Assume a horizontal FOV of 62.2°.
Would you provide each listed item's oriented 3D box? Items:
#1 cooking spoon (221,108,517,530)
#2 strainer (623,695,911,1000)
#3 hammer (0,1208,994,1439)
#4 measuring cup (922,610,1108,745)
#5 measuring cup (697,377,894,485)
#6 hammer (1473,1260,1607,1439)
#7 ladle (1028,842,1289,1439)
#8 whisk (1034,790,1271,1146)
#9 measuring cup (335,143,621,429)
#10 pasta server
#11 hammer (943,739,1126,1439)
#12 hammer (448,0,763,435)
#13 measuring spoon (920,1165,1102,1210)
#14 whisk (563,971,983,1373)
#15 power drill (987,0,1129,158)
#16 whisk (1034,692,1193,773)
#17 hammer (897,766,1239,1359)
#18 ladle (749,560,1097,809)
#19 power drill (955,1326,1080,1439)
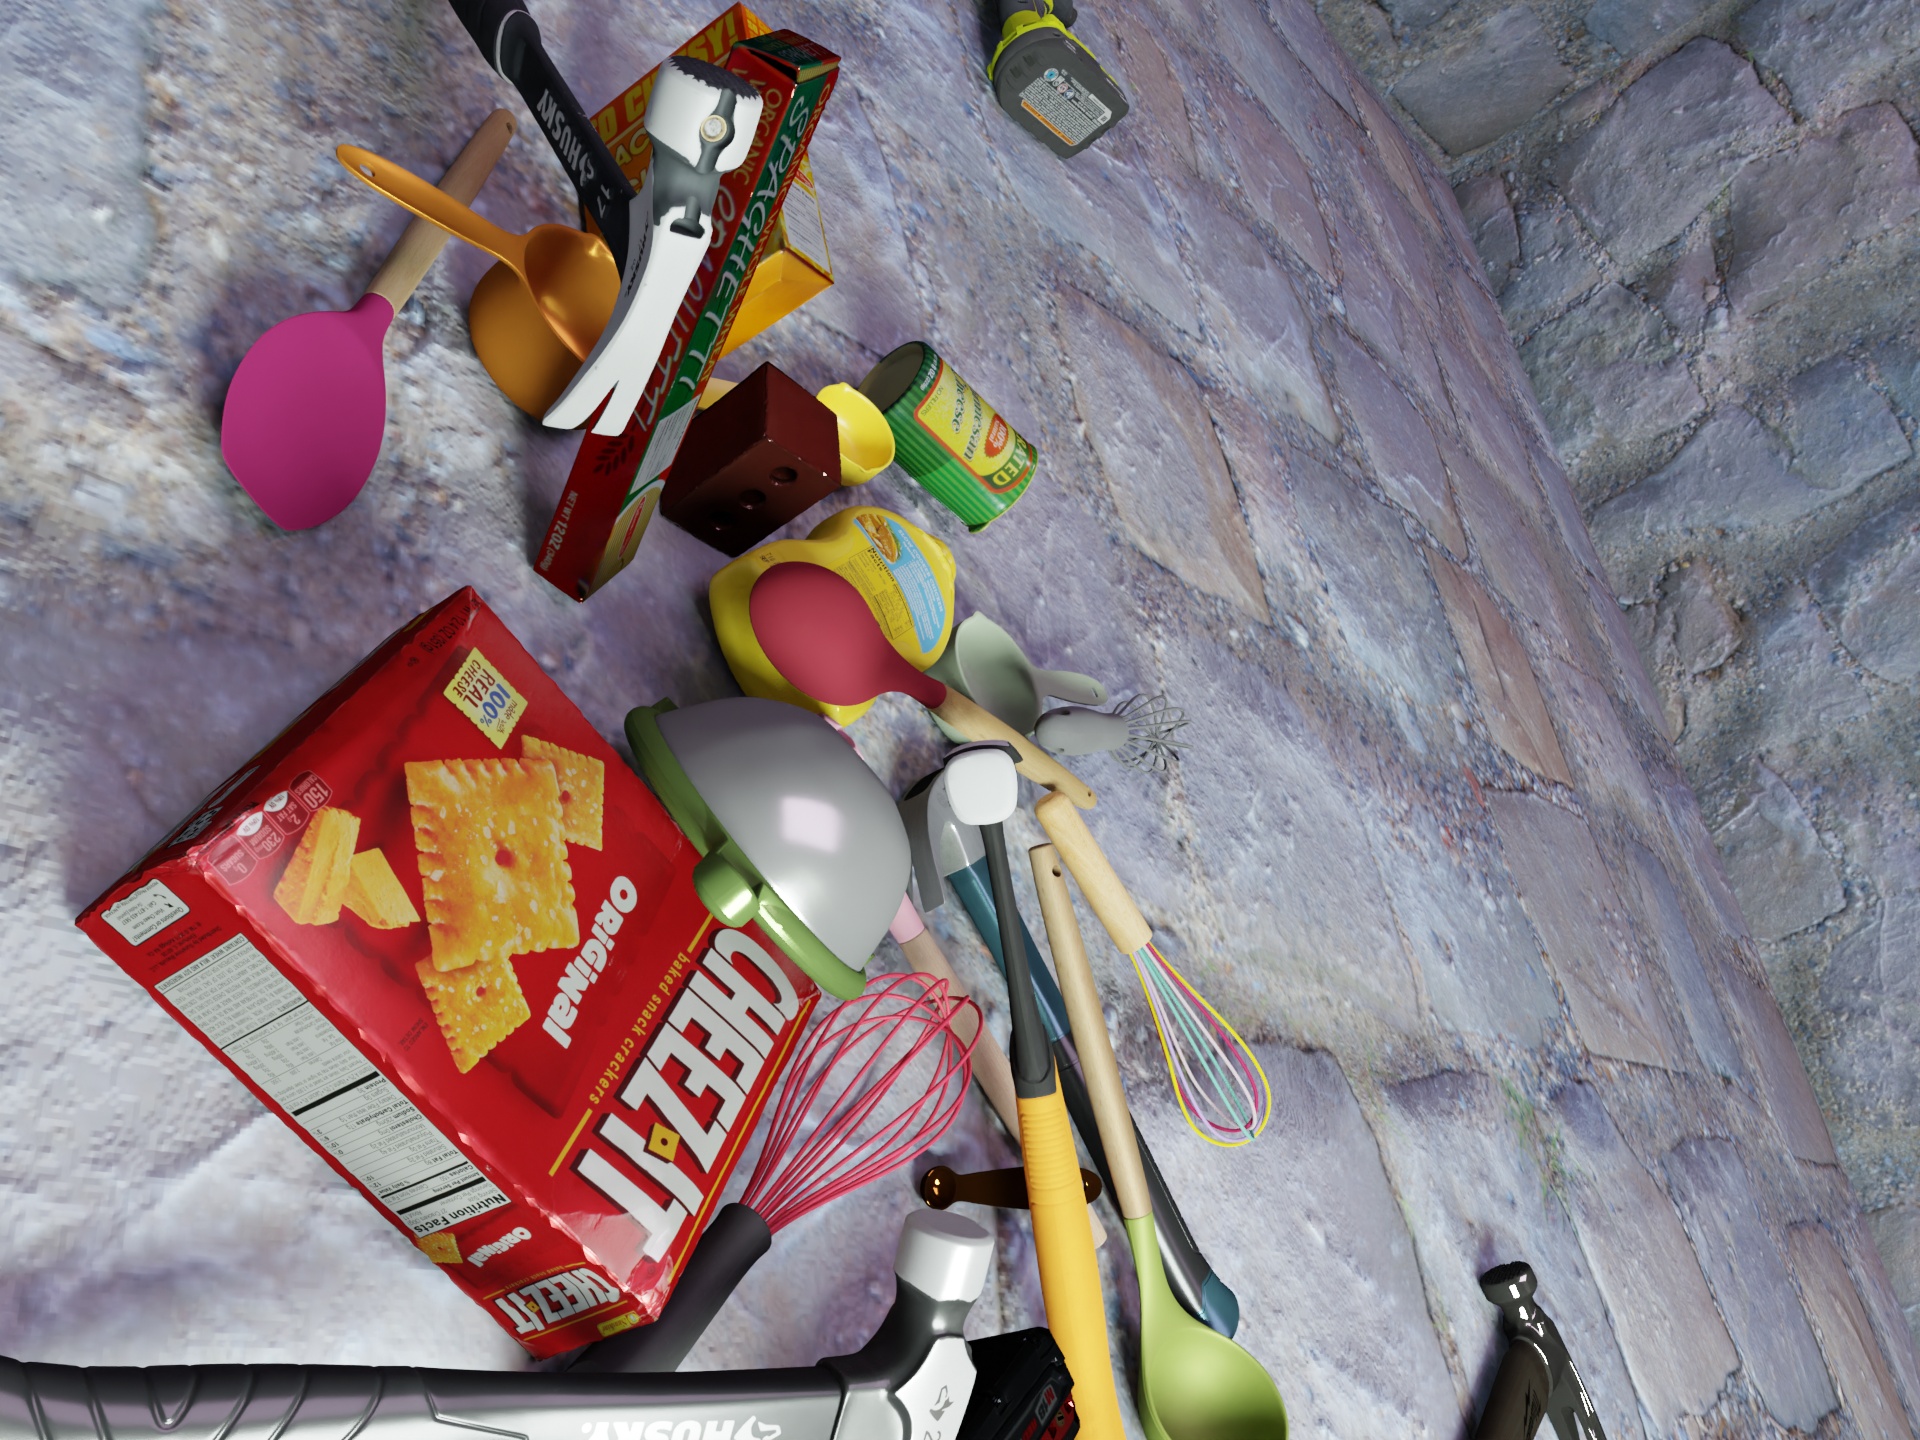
[{"bbox_3d":[-0.246,-0.193,0.695,0.319,0.017,0.068,-82,153,-45],"label":"cooking spoon"},{"bbox_3d":[-0.063,0.037,0.607,0.151,0.069,0.256,52,-4,-3],"label":"strainer"},{"bbox_3d":[-0.141,0.208,0.459,0.334,0.035,0.146,16,88,-34],"label":"hammer"},{"bbox_3d":[0.034,-0.015,0.946,0.167,0.038,0.083,6,61,-56],"label":"measuring cup"},{"bbox_3d":[-0.105,-0.165,0.881,0.156,0.029,0.062,5,61,-41],"label":"measuring cup"},{"bbox_3d":[0.319,0.486,0.966,0.410,0.038,0.146,-17,81,-58],"label":"hammer"},{"bbox_3d":[0.088,0.213,0.770,0.078,0.062,0.320,-15,90,-45],"label":"ladle"},{"bbox_3d":[0.108,0.146,0.904,0.245,0.047,0.051,58,21,-13],"label":"whisk"},{"bbox_3d":[-0.212,-0.193,0.711,0.173,0.052,0.095,26,44,-44],"label":"measuring cup"},{"bbox_3d":[-0.011,0.129,0.766,0.316,0.060,0.040,60,10,-9],"label":"pasta server"},{"bbox_3d":[0.036,0.175,0.718,0.127,0.034,0.337,-20,101,-87],"label":"hammer"},{"bbox_3d":[-0.187,-0.277,0.686,0.036,0.149,0.409,4,38,-35],"label":"hammer"},{"bbox_3d":[0.025,0.221,0.754,0.116,0.011,0.021,14,74,-40],"label":"measuring spoon"},{"bbox_3d":[-0.072,0.184,0.617,0.073,0.073,0.296,58,37,-6],"label":"whisk"},{"bbox_3d":[0.072,-0.630,1.446,0.171,0.080,0.223,20,47,-47],"label":"power drill"},{"bbox_3d":[0.093,0.008,0.959,0.239,0.055,0.055,3,63,-67],"label":"whisk"},{"bbox_3d":[0.058,0.176,0.833,0.331,0.033,0.128,62,31,1],"label":"hammer"},{"bbox_3d":[-0.001,-0.003,0.812,0.315,0.031,0.069,33,48,-54],"label":"ladle"},{"bbox_3d":[0.029,0.363,0.608,0.143,0.078,0.219,-30,94,-58],"label":"power drill"}]
